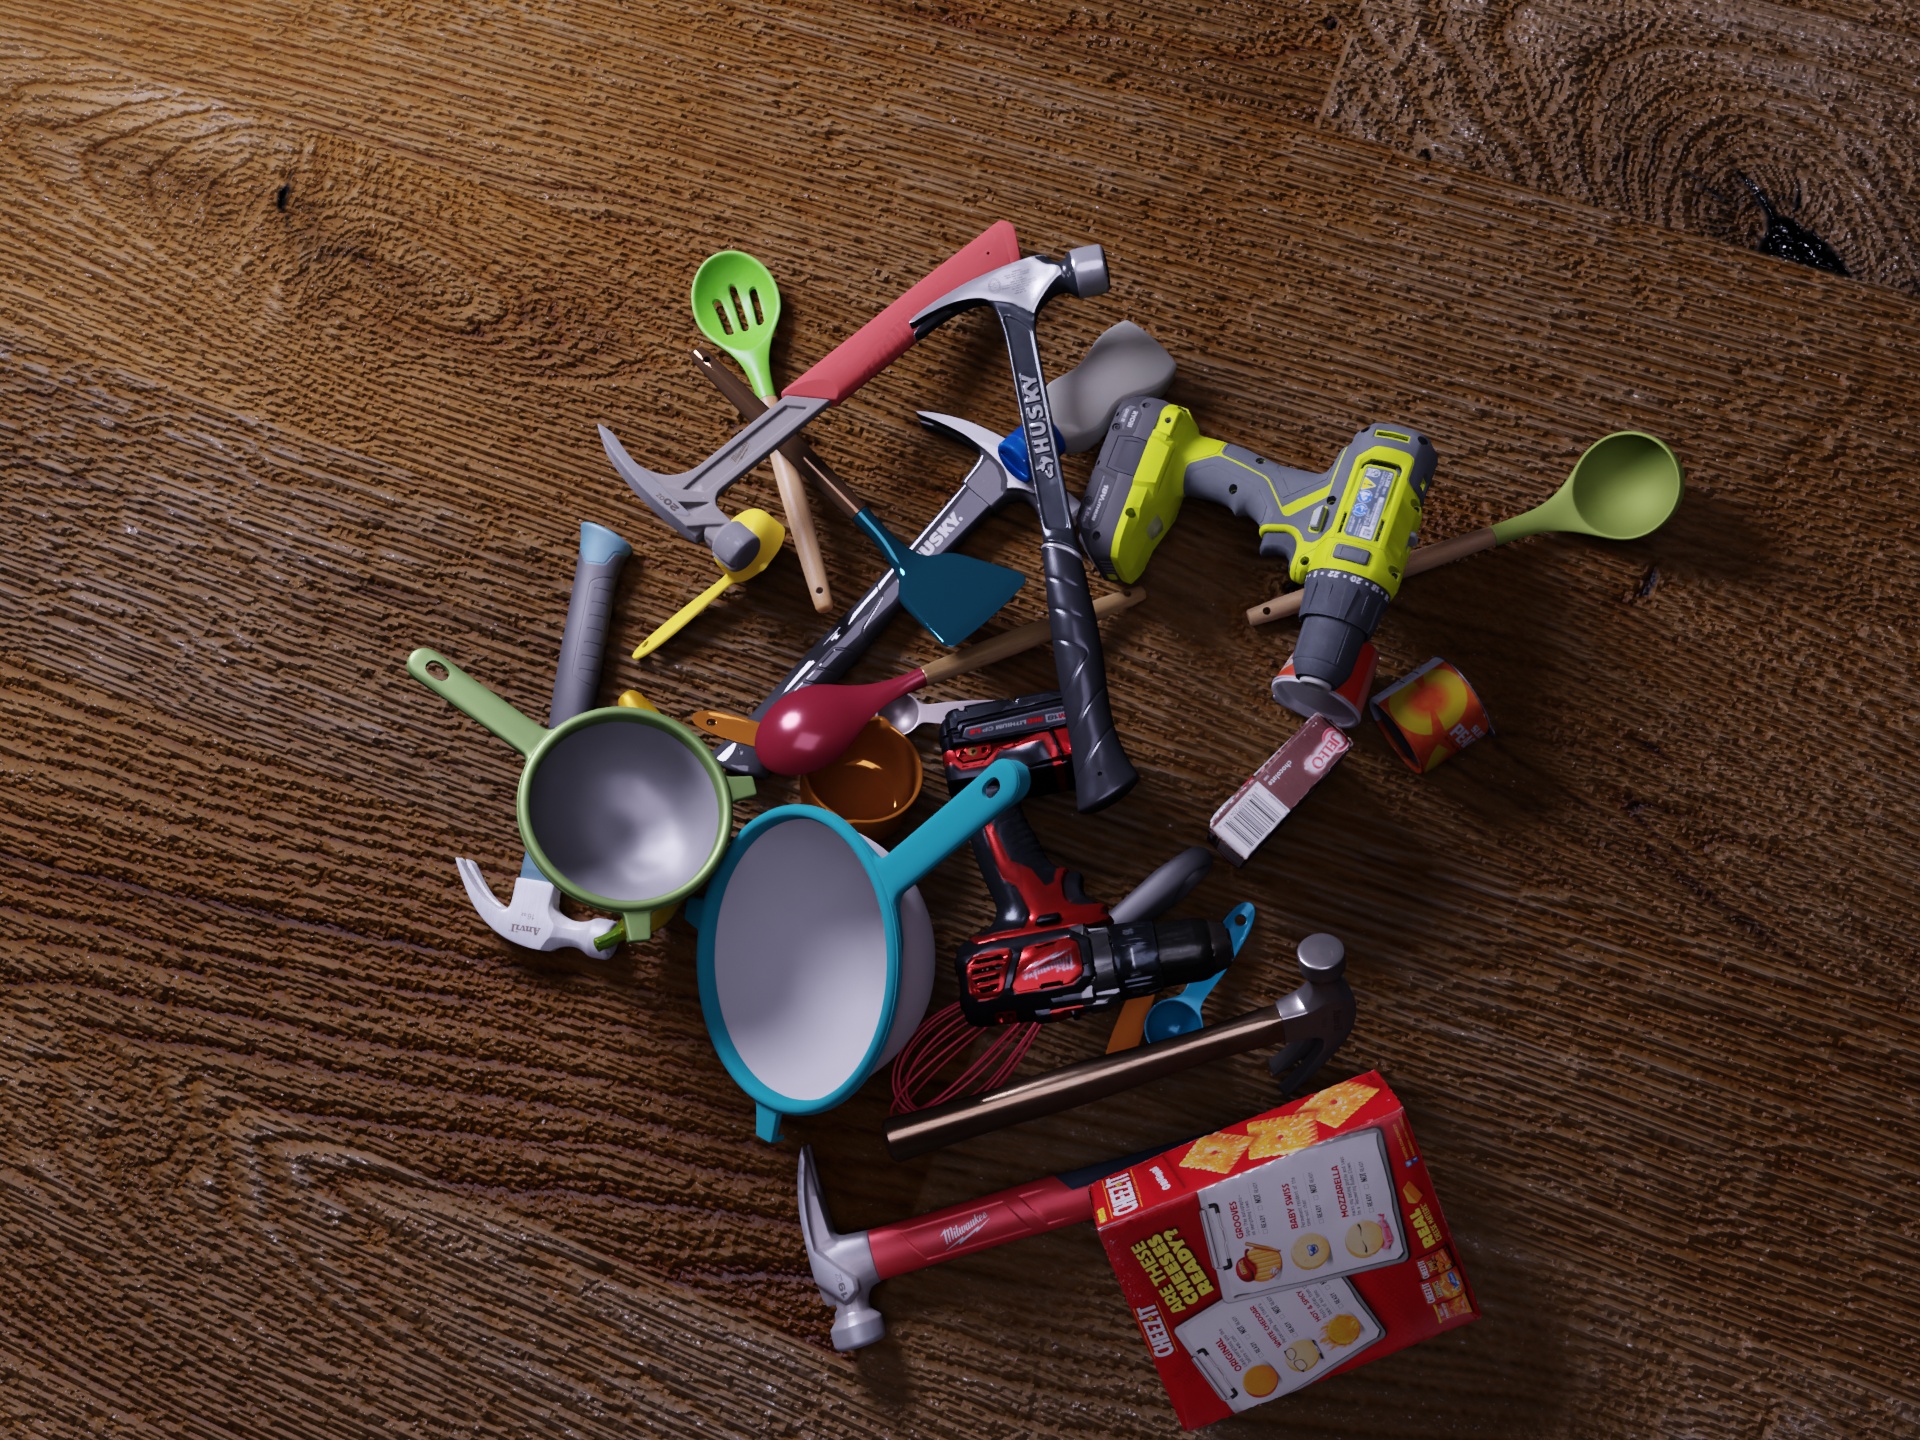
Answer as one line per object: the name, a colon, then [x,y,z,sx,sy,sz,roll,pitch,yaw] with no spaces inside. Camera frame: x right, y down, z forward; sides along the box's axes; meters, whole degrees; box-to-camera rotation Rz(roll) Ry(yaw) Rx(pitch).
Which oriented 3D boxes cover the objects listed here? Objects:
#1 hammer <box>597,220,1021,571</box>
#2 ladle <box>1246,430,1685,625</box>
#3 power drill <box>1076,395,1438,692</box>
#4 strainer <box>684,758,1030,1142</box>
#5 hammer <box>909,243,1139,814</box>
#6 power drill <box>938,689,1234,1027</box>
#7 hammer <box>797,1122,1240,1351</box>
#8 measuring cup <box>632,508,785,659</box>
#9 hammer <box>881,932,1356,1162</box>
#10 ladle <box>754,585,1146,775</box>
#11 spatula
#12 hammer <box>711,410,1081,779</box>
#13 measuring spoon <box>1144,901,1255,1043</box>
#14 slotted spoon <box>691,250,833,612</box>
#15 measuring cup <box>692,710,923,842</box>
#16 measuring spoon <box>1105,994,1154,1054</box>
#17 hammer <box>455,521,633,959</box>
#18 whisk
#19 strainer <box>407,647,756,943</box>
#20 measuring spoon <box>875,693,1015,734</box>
hammer: [-0.093,-0.268,1.193,0.149,0.036,0.359,42,71,14]
ladle: [0.363,-0.129,1.158,0.320,0.062,0.078,-19,79,6]
power drill: [0.205,-0.132,1.136,0.228,0.080,0.190,17,79,22]
strainer: [-0.047,0.130,1.087,0.340,0.095,0.211,-42,58,31]
hammer: [0.063,-0.136,1.118,0.149,0.036,0.409,-11,76,7]
power drill: [0.080,0.095,1.111,0.188,0.080,0.227,-10,64,4]
hammer: [0.077,0.320,1.122,0.386,0.038,0.143,-17,77,3]
measuring cup: [-0.201,-0.105,1.221,0.156,0.062,0.029,-40,123,7]
hammer: [0.109,0.241,1.085,0.331,0.129,0.031,-17,42,1]
ladle: [-0.003,-0.039,1.161,0.315,0.031,0.069,-22,59,-14]
spatula: [-0.091,-0.177,1.184,0.317,0.044,0.082,44,72,10]
hammer: [-0.070,-0.087,1.211,0.146,0.035,0.335,42,87,11]
measuring spoon: [0.176,0.187,1.148,0.042,0.021,0.128,32,76,11]
slotted spoon: [-0.145,-0.225,1.231,0.070,0.031,0.314,-17,73,0]
measuring cup: [-0.115,0.035,1.168,0.173,0.052,0.095,18,57,1]
measuring spoon: [0.128,0.206,1.148,0.021,0.011,0.117,21,83,10]
hammer: [-0.300,0.010,1.222,0.128,0.033,0.331,7,81,7]
whisk: [0.065,0.187,1.139,0.296,0.073,0.073,-39,78,-6]
strainer: [-0.285,0.040,1.128,0.256,0.069,0.151,36,60,-5]
measuring spoon: [-0.002,-0.004,1.202,0.124,0.018,0.034,0,80,0]
